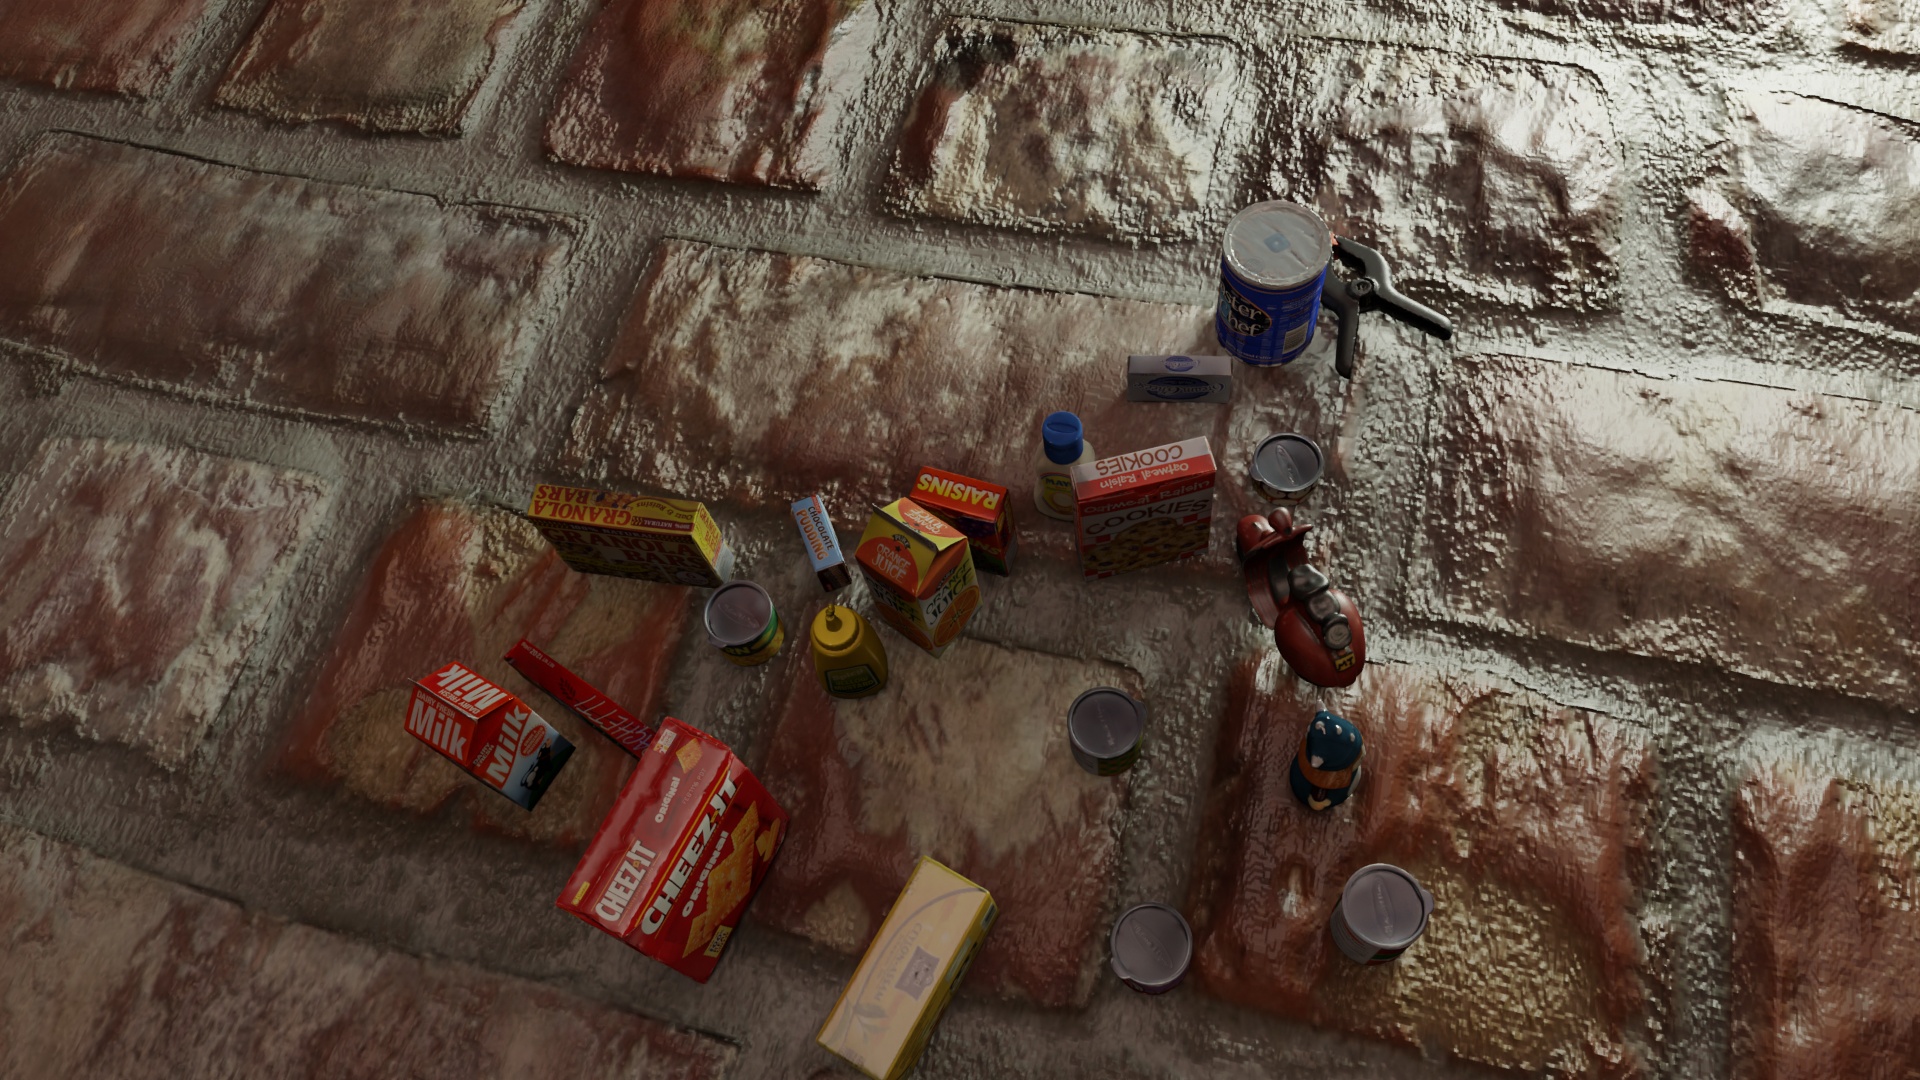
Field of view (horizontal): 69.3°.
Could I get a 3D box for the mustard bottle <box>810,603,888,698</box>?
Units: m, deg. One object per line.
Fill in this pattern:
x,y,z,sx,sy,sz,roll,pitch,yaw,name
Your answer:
-0.105,0.095,1.241,0.065,0.159,0.049,-11,63,2,mustard bottle

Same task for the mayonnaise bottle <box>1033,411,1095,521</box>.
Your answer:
0.098,-0.068,1.305,0.065,0.147,0.041,10,65,12,mayonnaise bottle

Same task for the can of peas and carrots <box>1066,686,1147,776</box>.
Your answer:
0.131,0.169,1.232,0.071,0.058,0.071,-3,63,6,can of peas and carrots

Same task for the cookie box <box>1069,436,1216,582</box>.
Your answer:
0.166,-0.025,1.265,0.123,0.166,0.040,-14,63,0,cookie box

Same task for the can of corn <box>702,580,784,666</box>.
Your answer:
-0.206,0.081,1.317,0.071,0.058,0.071,-3,63,6,can of corn

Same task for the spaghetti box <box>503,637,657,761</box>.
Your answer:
-0.320,0.171,1.290,0.250,0.050,0.029,30,71,20,spaghetti box

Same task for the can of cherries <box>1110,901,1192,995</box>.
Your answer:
0.155,0.338,1.144,0.071,0.058,0.072,-3,63,6,can of cherries

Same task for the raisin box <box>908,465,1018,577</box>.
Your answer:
0.005,-0.016,1.304,0.086,0.123,0.040,16,67,15,raisin box

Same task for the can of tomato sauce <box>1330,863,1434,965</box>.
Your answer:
0.339,0.304,1.125,0.071,0.082,0.071,-3,63,6,can of tomato sauce

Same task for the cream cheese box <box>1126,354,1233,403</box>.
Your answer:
0.219,-0.162,1.391,0.104,0.053,0.024,2,64,8,cream cheese box

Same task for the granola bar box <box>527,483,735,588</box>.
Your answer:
-0.314,-0.002,1.335,0.165,0.123,0.039,6,65,10,granola bar box

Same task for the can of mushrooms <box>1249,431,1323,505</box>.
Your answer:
0.313,-0.068,1.344,0.071,0.033,0.071,-3,63,6,can of mushrooms

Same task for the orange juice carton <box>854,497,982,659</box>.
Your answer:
-0.037,0.028,1.248,0.072,0.192,0.073,34,72,21,orange juice carton

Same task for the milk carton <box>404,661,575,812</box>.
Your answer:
-0.419,0.169,1.224,0.072,0.189,0.074,25,69,18,milk carton

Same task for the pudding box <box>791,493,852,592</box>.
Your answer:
-0.135,0.002,1.353,0.030,0.049,0.084,-21,63,-4,pudding box
